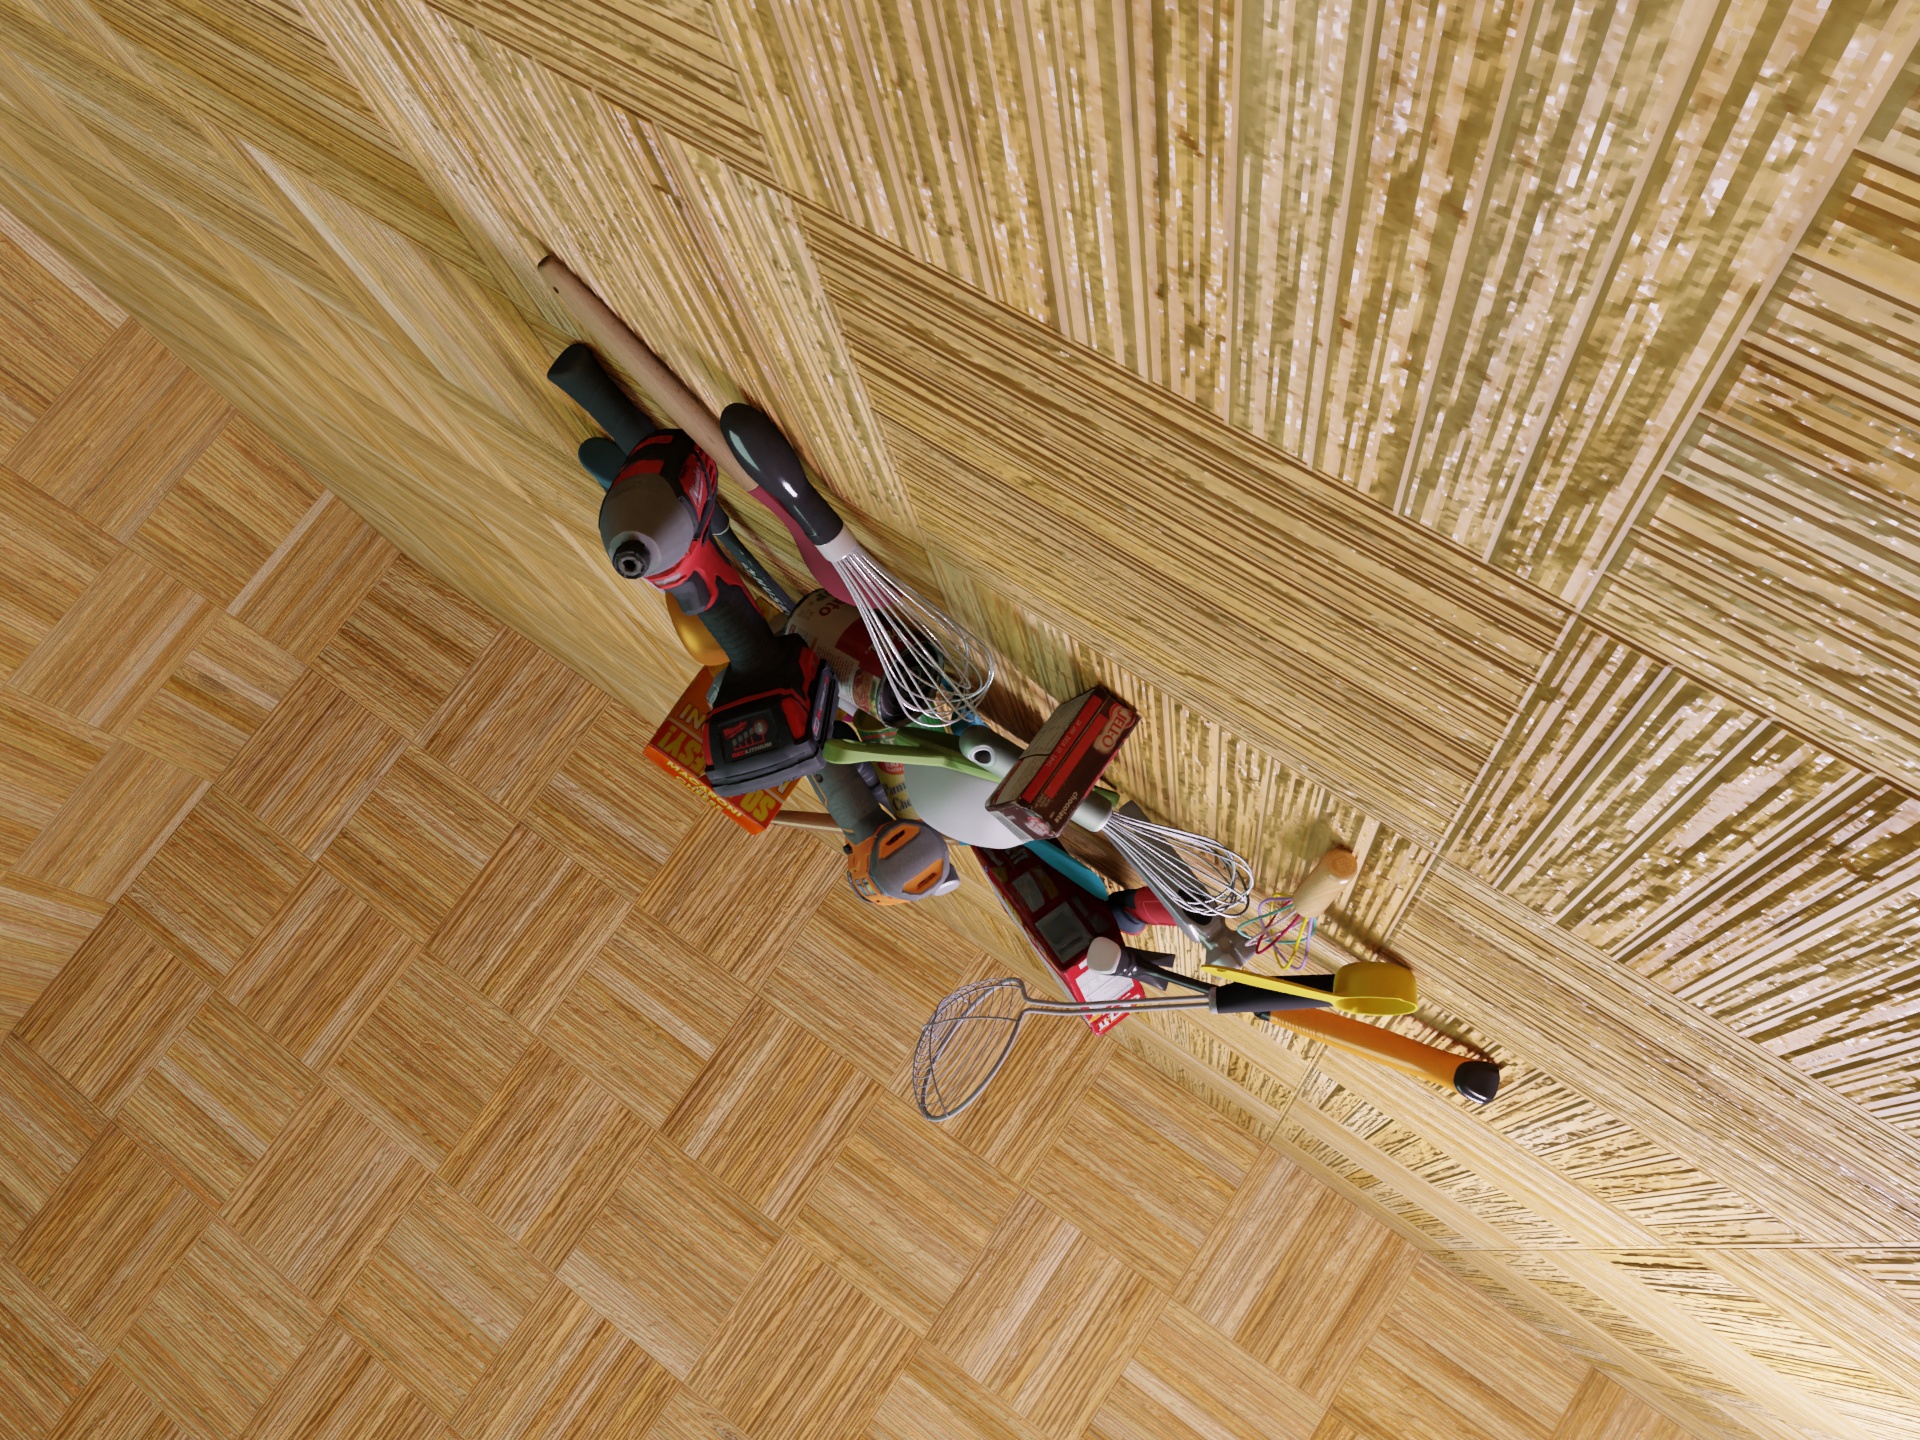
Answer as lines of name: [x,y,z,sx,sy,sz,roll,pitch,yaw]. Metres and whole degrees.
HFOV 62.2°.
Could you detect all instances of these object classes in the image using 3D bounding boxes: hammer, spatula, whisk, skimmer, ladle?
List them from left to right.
hammer: [-0.255,-0.153,1.352,0.128,0.033,0.330,32,169,13]
hammer: [-0.171,-0.134,1.161,0.149,0.036,0.408,27,166,34]
ladle: [-0.141,-0.163,0.968,0.069,0.031,0.315,22,161,51]
whisk: [-0.059,-0.088,0.968,0.070,0.070,0.284,24,161,46]
hammer: [-0.071,0.062,1.476,0.334,0.035,0.146,57,-171,-69]
spatula: [-0.027,0.108,1.384,0.317,0.044,0.082,5,159,14]
whisk: [0.102,0.068,1.085,0.246,0.059,0.057,31,128,-18]
hammer: [0.149,0.143,1.330,0.143,0.038,0.386,51,174,4]
skimmer: [0.135,0.238,1.205,0.363,0.127,0.090,-6,120,13]
hammer: [0.268,0.239,1.277,0.337,0.034,0.127,14,174,39]
whisk: [0.220,0.119,1.033,0.051,0.047,0.244,22,163,8]

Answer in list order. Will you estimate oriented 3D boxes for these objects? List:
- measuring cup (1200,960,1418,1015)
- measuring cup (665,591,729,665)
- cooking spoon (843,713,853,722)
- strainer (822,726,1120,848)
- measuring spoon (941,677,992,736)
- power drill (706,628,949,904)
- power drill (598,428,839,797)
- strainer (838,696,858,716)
measuring cup: [0.237,0.172,1.081,0.156,0.029,0.062,13,157,-11]
measuring cup: [-0.192,-0.050,1.320,0.095,0.052,0.173,-80,-30,-79]
cooking spoon: [-0.080,0.006,1.534,0.068,0.017,0.319,41,169,-32]
strainer: [-0.013,0.052,1.118,0.152,0.069,0.256,19,-173,36]
measuring spoon: [-0.002,-0.004,1.229,0.042,0.021,0.128,31,170,21]
power drill: [-0.104,0.048,1.249,0.226,0.084,0.164,54,164,-1]
power drill: [-0.160,-0.066,1.022,0.143,0.078,0.219,-85,-25,-57]
strainer: [-0.033,0.027,1.359,0.258,0.050,0.087,34,-169,-7]
